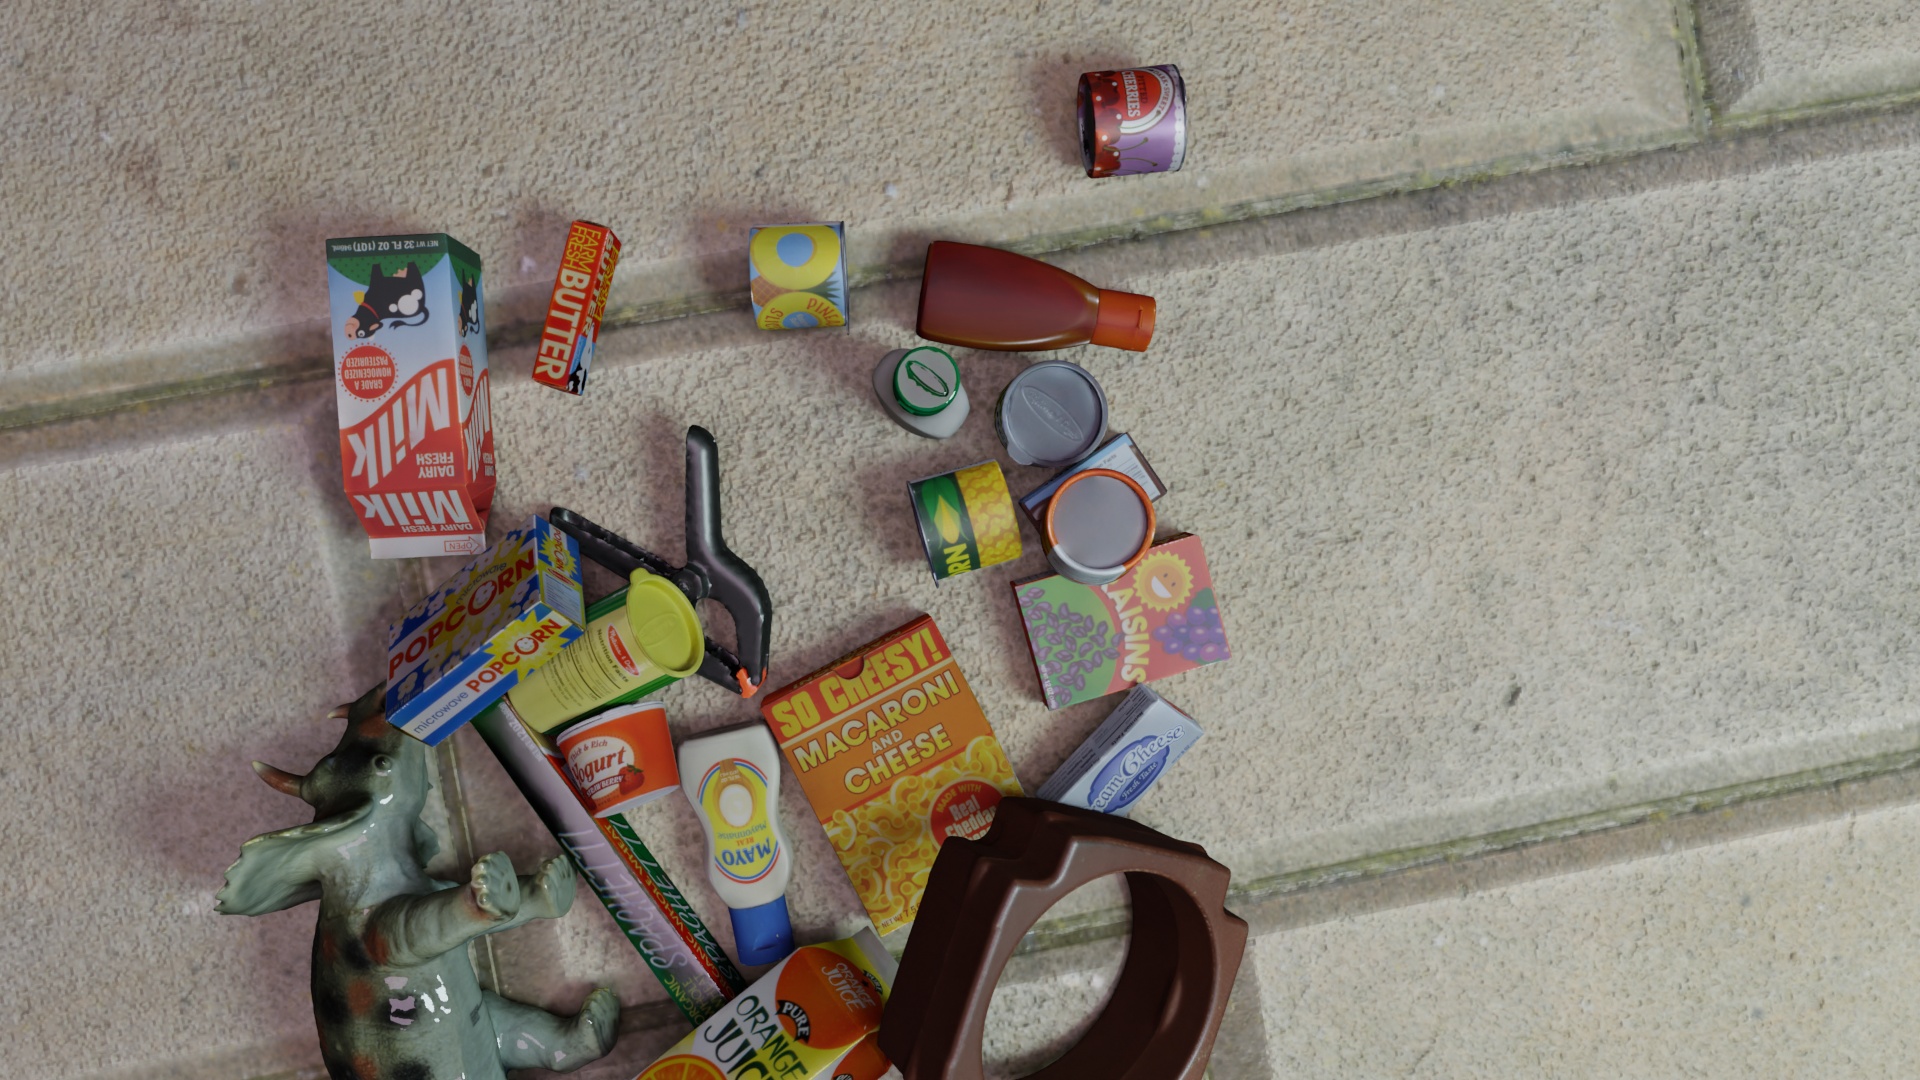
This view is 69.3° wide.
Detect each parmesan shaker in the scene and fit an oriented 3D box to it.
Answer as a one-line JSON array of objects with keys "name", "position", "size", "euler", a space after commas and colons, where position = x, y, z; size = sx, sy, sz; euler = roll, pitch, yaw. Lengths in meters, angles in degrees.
[{"name": "parmesan shaker", "position": [-0.218, 0.068, 0.844], "size": [0.103, 0.071, 0.071], "euler": [-25, 93, 22]}]

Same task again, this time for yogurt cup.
[{"name": "yogurt cup", "position": [-0.206, 0.135, 0.849], "size": [0.072, 0.072, 0.054], "euler": [-21, 79, -3]}]

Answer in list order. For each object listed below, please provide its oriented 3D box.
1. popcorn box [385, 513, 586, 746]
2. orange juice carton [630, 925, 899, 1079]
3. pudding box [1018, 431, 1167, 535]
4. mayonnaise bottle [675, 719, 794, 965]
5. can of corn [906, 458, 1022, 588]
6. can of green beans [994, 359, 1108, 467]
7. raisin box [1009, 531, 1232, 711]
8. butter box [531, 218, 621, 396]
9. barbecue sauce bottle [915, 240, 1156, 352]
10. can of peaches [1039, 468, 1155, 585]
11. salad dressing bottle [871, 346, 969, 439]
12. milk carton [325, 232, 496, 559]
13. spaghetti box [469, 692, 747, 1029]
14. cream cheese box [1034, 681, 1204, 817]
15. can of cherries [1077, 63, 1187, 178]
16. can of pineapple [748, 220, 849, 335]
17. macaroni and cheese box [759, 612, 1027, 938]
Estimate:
[{"name": "popcorn box", "position": [-0.286, 0.053, 0.834], "size": [0.126, 0.085, 0.038], "euler": [-36, 131, 11]}, {"name": "orange juice carton", "position": [-0.113, 0.319, 0.840], "size": [0.193, 0.072, 0.072], "euler": [-35, 55, -16]}, {"name": "pudding box", "position": [0.084, -0.028, 0.896], "size": [0.084, 0.030, 0.049], "euler": [-35, 94, -2]}, {"name": "mayonnaise bottle", "position": [-0.137, 0.192, 0.881], "size": [0.065, 0.041, 0.148], "euler": [-12, 92, -12]}, {"name": "can of corn", "position": [0.003, -0.011, 0.873], "size": [0.058, 0.071, 0.071], "euler": [-16, 92, -3]}, {"name": "can of green beans", "position": [0.056, -0.079, 0.879], "size": [0.071, 0.058, 0.071], "euler": [0, 92, -4]}, {"name": "raisin box", "position": [0.103, 0.052, 0.895], "size": [0.123, 0.040, 0.086], "euler": [-16, 92, -2]}, {"name": "butter box", "position": [-0.238, -0.144, 0.862], "size": [0.024, 0.053, 0.103], "euler": [15, 90, -6]}, {"name": "barbecue sauce bottle", "position": [0.048, -0.149, 0.885], "size": [0.149, 0.043, 0.065], "euler": [8, 91, -4]}, {"name": "can of peaches", "position": [0.083, -0.010, 0.847], "size": [0.071, 0.058, 0.071], "euler": [0, 83, 0]}, {"name": "salad dressing bottle", "position": [-0.023, -0.090, 0.829], "size": [0.064, 0.147, 0.044], "euler": [39, 89, -4]}, {"name": "milk carton", "position": [-0.331, -0.085, 0.847], "size": [0.072, 0.073, 0.190], "euler": [-3, 92, -4]}, {"name": "spaghetti box", "position": [-0.218, 0.199, 0.872], "size": [0.029, 0.050, 0.250], "euler": [-35, 93, 0]}, {"name": "cream cheese box", "position": [0.101, 0.142, 0.886], "size": [0.053, 0.024, 0.103], "euler": [37, 99, -34]}, {"name": "can of cherries", "position": [0.107, -0.265, 0.872], "size": [0.058, 0.071, 0.071], "euler": [-6, 92, -3]}, {"name": "can of pineapple", "position": [-0.099, -0.163, 0.863], "size": [0.058, 0.071, 0.071], "euler": [-3, 92, -3]}, {"name": "macaroni and cheese box", "position": [-0.035, 0.148, 0.887], "size": [0.124, 0.040, 0.166], "euler": [-28, 93, -4]}]
